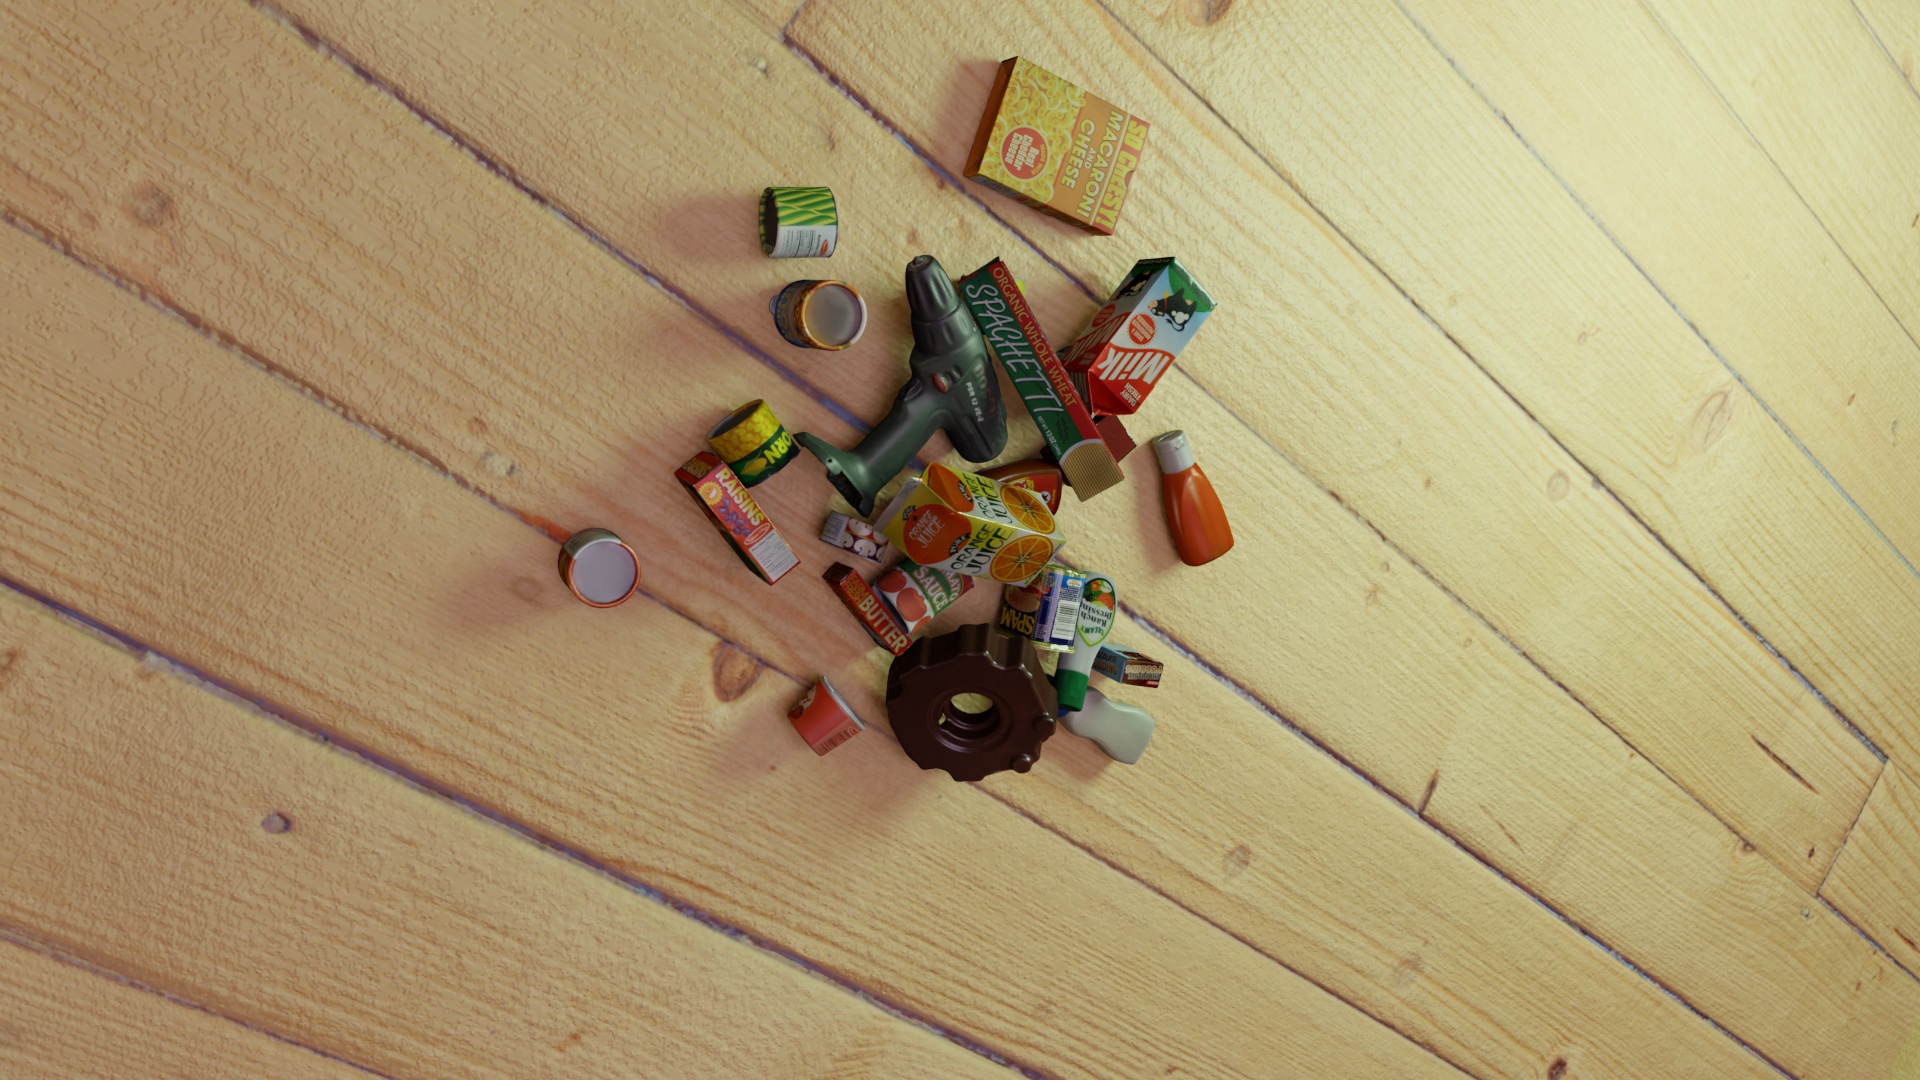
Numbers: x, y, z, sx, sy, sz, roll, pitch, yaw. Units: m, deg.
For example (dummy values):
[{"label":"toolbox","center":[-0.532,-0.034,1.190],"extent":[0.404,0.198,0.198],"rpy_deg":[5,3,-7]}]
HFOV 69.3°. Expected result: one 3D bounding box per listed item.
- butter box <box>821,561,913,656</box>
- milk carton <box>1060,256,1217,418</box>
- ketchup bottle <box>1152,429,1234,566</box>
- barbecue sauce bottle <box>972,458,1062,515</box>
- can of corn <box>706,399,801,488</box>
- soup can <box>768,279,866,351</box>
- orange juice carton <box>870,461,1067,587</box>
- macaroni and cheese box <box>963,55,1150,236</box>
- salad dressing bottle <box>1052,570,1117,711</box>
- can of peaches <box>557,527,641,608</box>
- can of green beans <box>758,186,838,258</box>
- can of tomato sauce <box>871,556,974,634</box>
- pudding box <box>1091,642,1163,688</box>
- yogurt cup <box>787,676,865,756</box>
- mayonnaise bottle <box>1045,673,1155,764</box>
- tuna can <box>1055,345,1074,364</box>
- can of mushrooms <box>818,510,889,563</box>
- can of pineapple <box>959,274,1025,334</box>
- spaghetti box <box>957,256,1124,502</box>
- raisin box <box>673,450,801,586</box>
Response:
[{"label":"butter box","center":[-0.093,0.069,1.391],"extent":[0.024,0.053,0.103],"rpy_deg":[-43,113,-14]},{"label":"milk carton","center":[0.168,-0.194,1.417],"extent":[0.073,0.072,0.191],"rpy_deg":[41,81,-24]},{"label":"ketchup bottle","center":[0.253,-0.049,1.535],"extent":[0.065,0.043,0.148],"rpy_deg":[-28,109,-19]},{"label":"barbecue sauce bottle","center":[0.030,-0.047,1.431],"extent":[0.149,0.044,0.064],"rpy_deg":[-8,122,-23]},{"label":"can of corn","center":[-0.194,-0.092,1.309],"extent":[0.071,0.071,0.058],"rpy_deg":[-40,112,-13]},{"label":"soup can","center":[-0.135,-0.213,1.308],"extent":[0.071,0.084,0.071],"rpy_deg":[-4,101,-23]},{"label":"orange juice carton","center":[0.005,-0.017,1.351],"extent":[0.193,0.073,0.071],"rpy_deg":[14,127,-41]},{"label":"macaroni and cheese box","center":[0.100,-0.396,1.408],"extent":[0.166,0.040,0.123],"rpy_deg":[18,92,-26]},{"label":"salad dressing bottle","center":[0.127,0.107,1.481],"extent":[0.064,0.044,0.148],"rpy_deg":[21,73,-24]},{"label":"can of peaches","center":[-0.330,0.027,1.273],"extent":[0.071,0.058,0.071],"rpy_deg":[-4,100,-24]},{"label":"can of green beans","center":[-0.152,-0.297,1.296],"extent":[0.058,0.071,0.071],"rpy_deg":[-6,101,-23]},{"label":"can of tomato sauce","center":[-0.038,0.046,1.403],"extent":[0.083,0.071,0.071],"rpy_deg":[-37,112,-14]},{"label":"pudding box","center":[0.176,0.134,1.508],"extent":[0.050,0.084,0.030],"rpy_deg":[10,95,-26]},{"label":"yogurt cup","center":[-0.136,0.178,1.385],"extent":[0.054,0.072,0.072],"rpy_deg":[-40,113,-5]},{"label":"mayonnaise bottle","center":[0.143,0.192,1.527],"extent":[0.148,0.041,0.065],"rpy_deg":[30,85,-24]},{"label":"tuna can","center":[0.126,-0.172,1.462],"extent":[0.071,0.033,0.071],"rpy_deg":[-4,100,-24]},{"label":"can of mushrooms","center":[-0.101,-0.003,1.368],"extent":[0.071,0.071,0.033],"rpy_deg":[21,89,-26]},{"label":"can of pineapple","center":[0.030,-0.234,1.388],"extent":[0.071,0.071,0.057],"rpy_deg":[0,98,-25]},{"label":"spaghetti box","center":[0.079,-0.155,1.351],"extent":[0.050,0.029,0.249],"rpy_deg":[-29,99,10]},{"label":"raisin box","center":[-0.210,-0.022,1.304],"extent":[0.040,0.086,0.123],"rpy_deg":[-40,112,-11]}]
